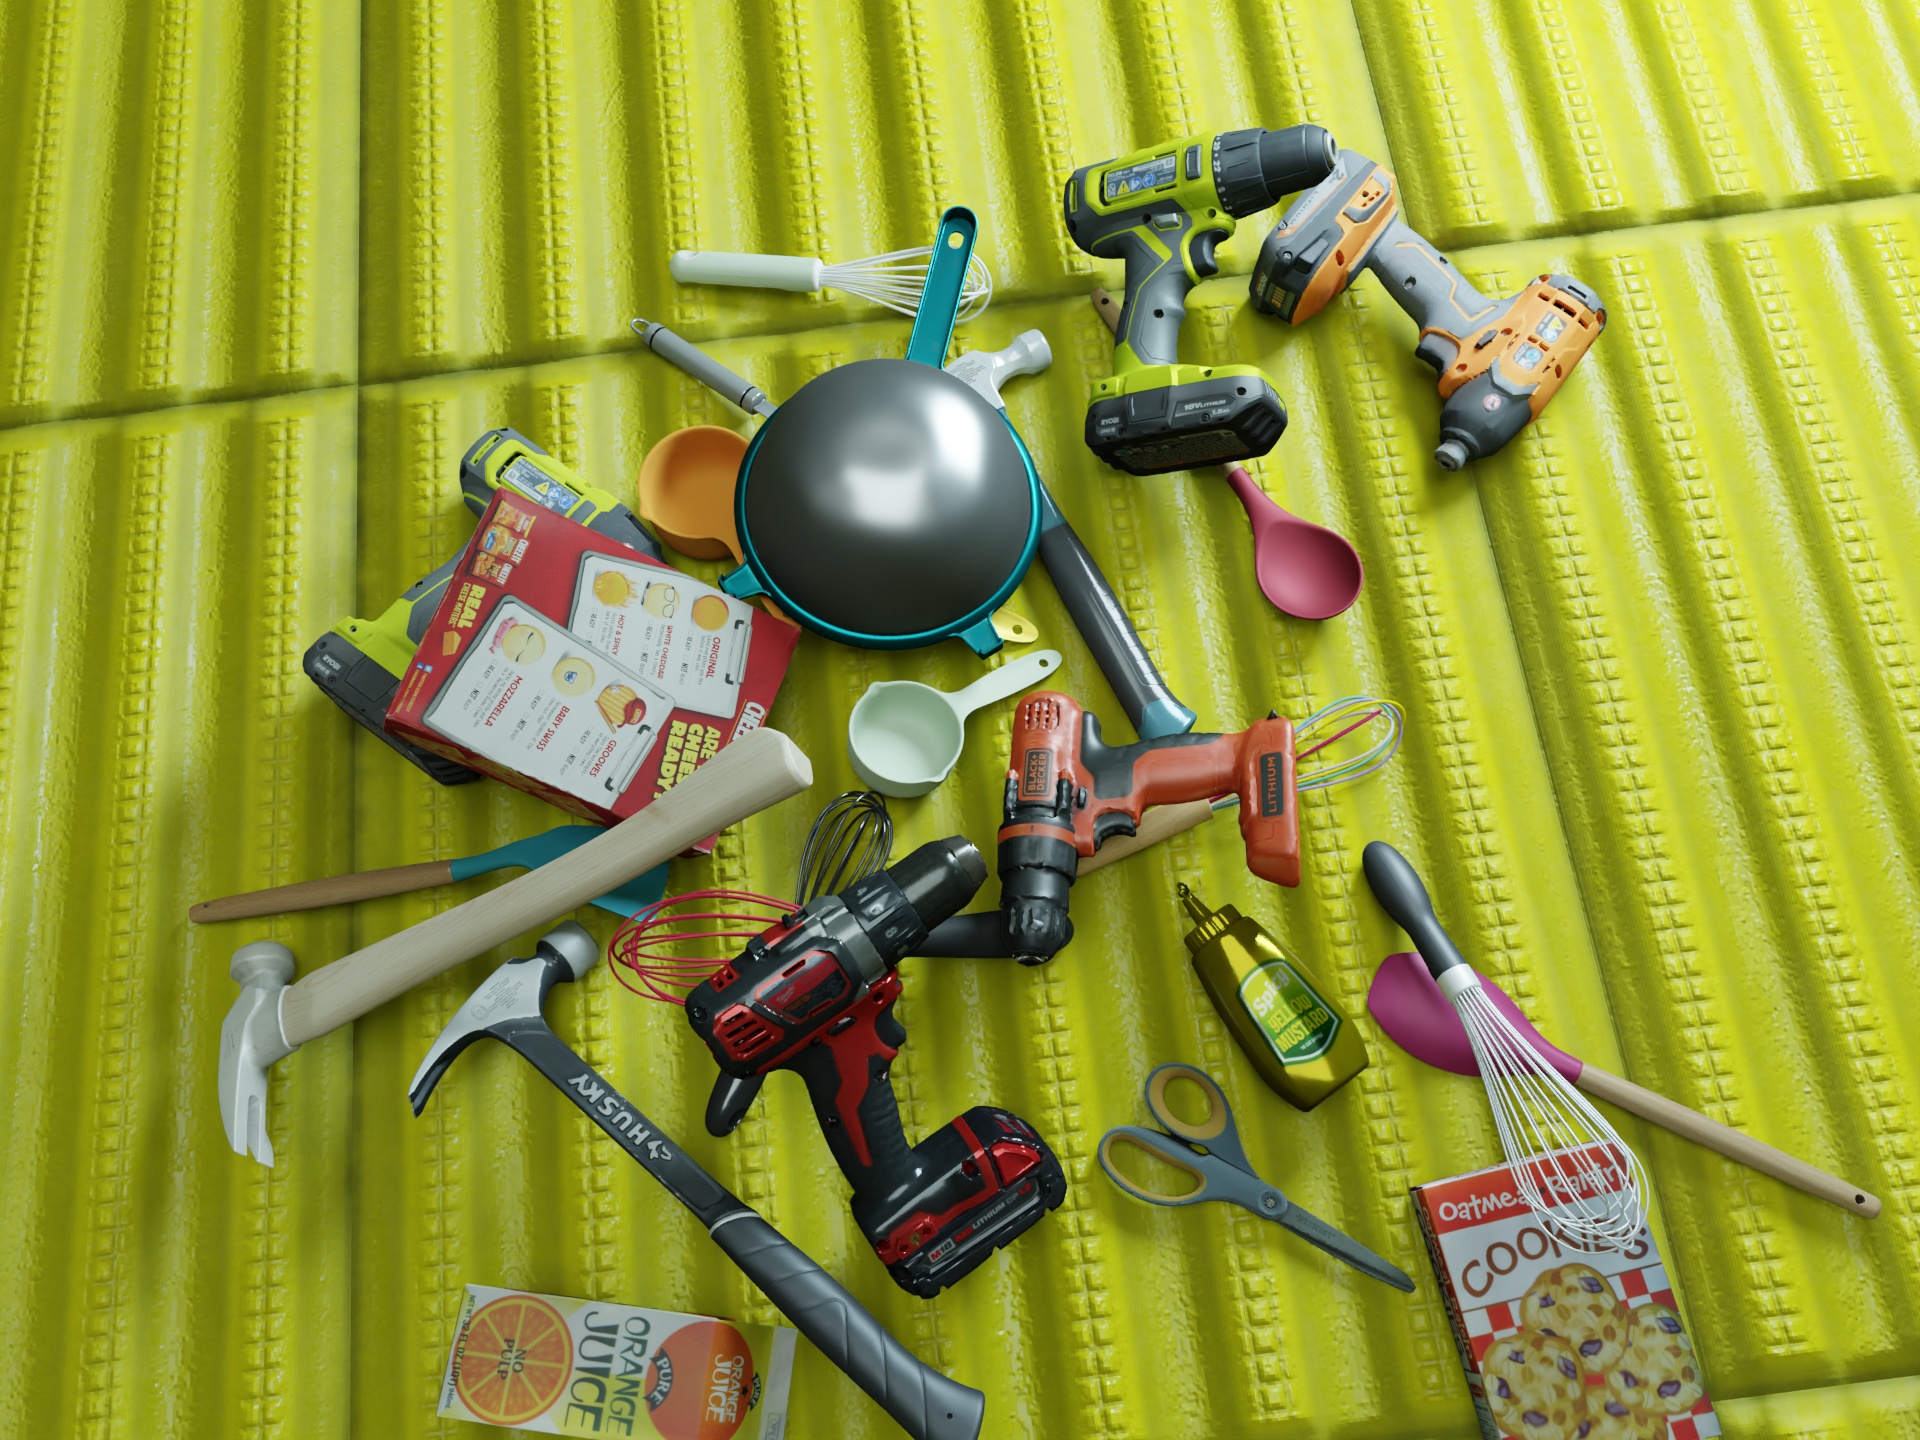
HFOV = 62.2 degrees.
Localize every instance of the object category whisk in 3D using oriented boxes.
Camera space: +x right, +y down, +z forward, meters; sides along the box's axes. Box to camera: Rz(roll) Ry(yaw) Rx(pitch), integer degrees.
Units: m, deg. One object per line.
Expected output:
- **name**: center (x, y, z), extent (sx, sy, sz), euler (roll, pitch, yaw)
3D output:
- **whisk**: center (-0.066, 0.136, 0.975), extent (0.295, 0.073, 0.073), euler (0, 69, -20)
- **whisk**: center (0.316, 0.185, 0.955), extent (0.070, 0.070, 0.285), euler (-22, 55, -6)
- **whisk**: center (0.180, 0.042, 1.043), extent (0.245, 0.047, 0.051), euler (-24, 73, -3)
- **whisk**: center (-0.105, 0.152, 1.013), extent (0.055, 0.055, 0.239), euler (22, 76, 9)
- **whisk**: center (-0.098, -0.330, 1.185), extent (0.246, 0.059, 0.058), euler (6, 34, 8)

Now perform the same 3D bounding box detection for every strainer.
- **strainer**: center (-0.145, -0.228, 1.152), extent (0.258, 0.050, 0.087), euler (35, 60, 16)
- **strainer**: center (-0.033, -0.219, 1.067), extent (0.211, 0.095, 0.340), euler (13, 73, 1)

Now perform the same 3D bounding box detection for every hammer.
- **hammer**: center (-0.270, 0.122, 0.950), extent (0.410, 0.038, 0.146), euler (-27, 50, 10)
- **hammer**: center (0.071, -0.120, 1.108), extent (0.128, 0.033, 0.331), euler (-25, 72, -8)
- **hammer**: center (-0.148, 0.283, 0.921), extent (0.409, 0.036, 0.149), euler (36, 54, 21)

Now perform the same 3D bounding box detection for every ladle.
- **ladle**: center (0.180, -0.195, 1.135), extent (0.069, 0.031, 0.316), euler (-32, 70, -2)

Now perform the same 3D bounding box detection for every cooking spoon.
- **cooking spoon**: center (0.406, 0.228, 0.981), extent (0.319, 0.017, 0.069), euler (24, 74, 11)

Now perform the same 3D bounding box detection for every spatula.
- **spatula**: center (-0.350, 0.111, 1.039), extent (0.317, 0.044, 0.082), euler (-9, 40, 7)

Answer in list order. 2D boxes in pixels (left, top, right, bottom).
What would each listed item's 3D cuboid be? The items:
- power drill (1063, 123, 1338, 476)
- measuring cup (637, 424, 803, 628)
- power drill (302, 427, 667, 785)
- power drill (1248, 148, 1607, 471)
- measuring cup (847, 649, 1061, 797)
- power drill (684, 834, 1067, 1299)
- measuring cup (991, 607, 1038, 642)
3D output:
- **power drill**: center (0.166, -0.297, 1.098), extent (0.190, 0.080, 0.229), euler (-5, 77, 30)
- **measuring cup**: center (-0.156, -0.124, 1.109), extent (0.095, 0.052, 0.174), euler (-32, 75, -9)
- **power drill**: center (-0.316, -0.074, 1.084), extent (0.171, 0.080, 0.223), euler (35, 73, 8)
- **power drill**: center (0.322, -0.287, 1.135), extent (0.226, 0.084, 0.164), euler (36, 77, 10)
- **measuring cup**: center (-0.002, -0.003, 1.074), extent (0.167, 0.038, 0.083), euler (-27, 70, -25)
- **power drill**: center (-0.026, 0.194, 0.921), extent (0.188, 0.080, 0.226), euler (-34, 104, -10)
- **measuring cup**: center (-0.022, -0.080, 1.107), extent (0.156, 0.029, 0.062), euler (19, 72, -4)
